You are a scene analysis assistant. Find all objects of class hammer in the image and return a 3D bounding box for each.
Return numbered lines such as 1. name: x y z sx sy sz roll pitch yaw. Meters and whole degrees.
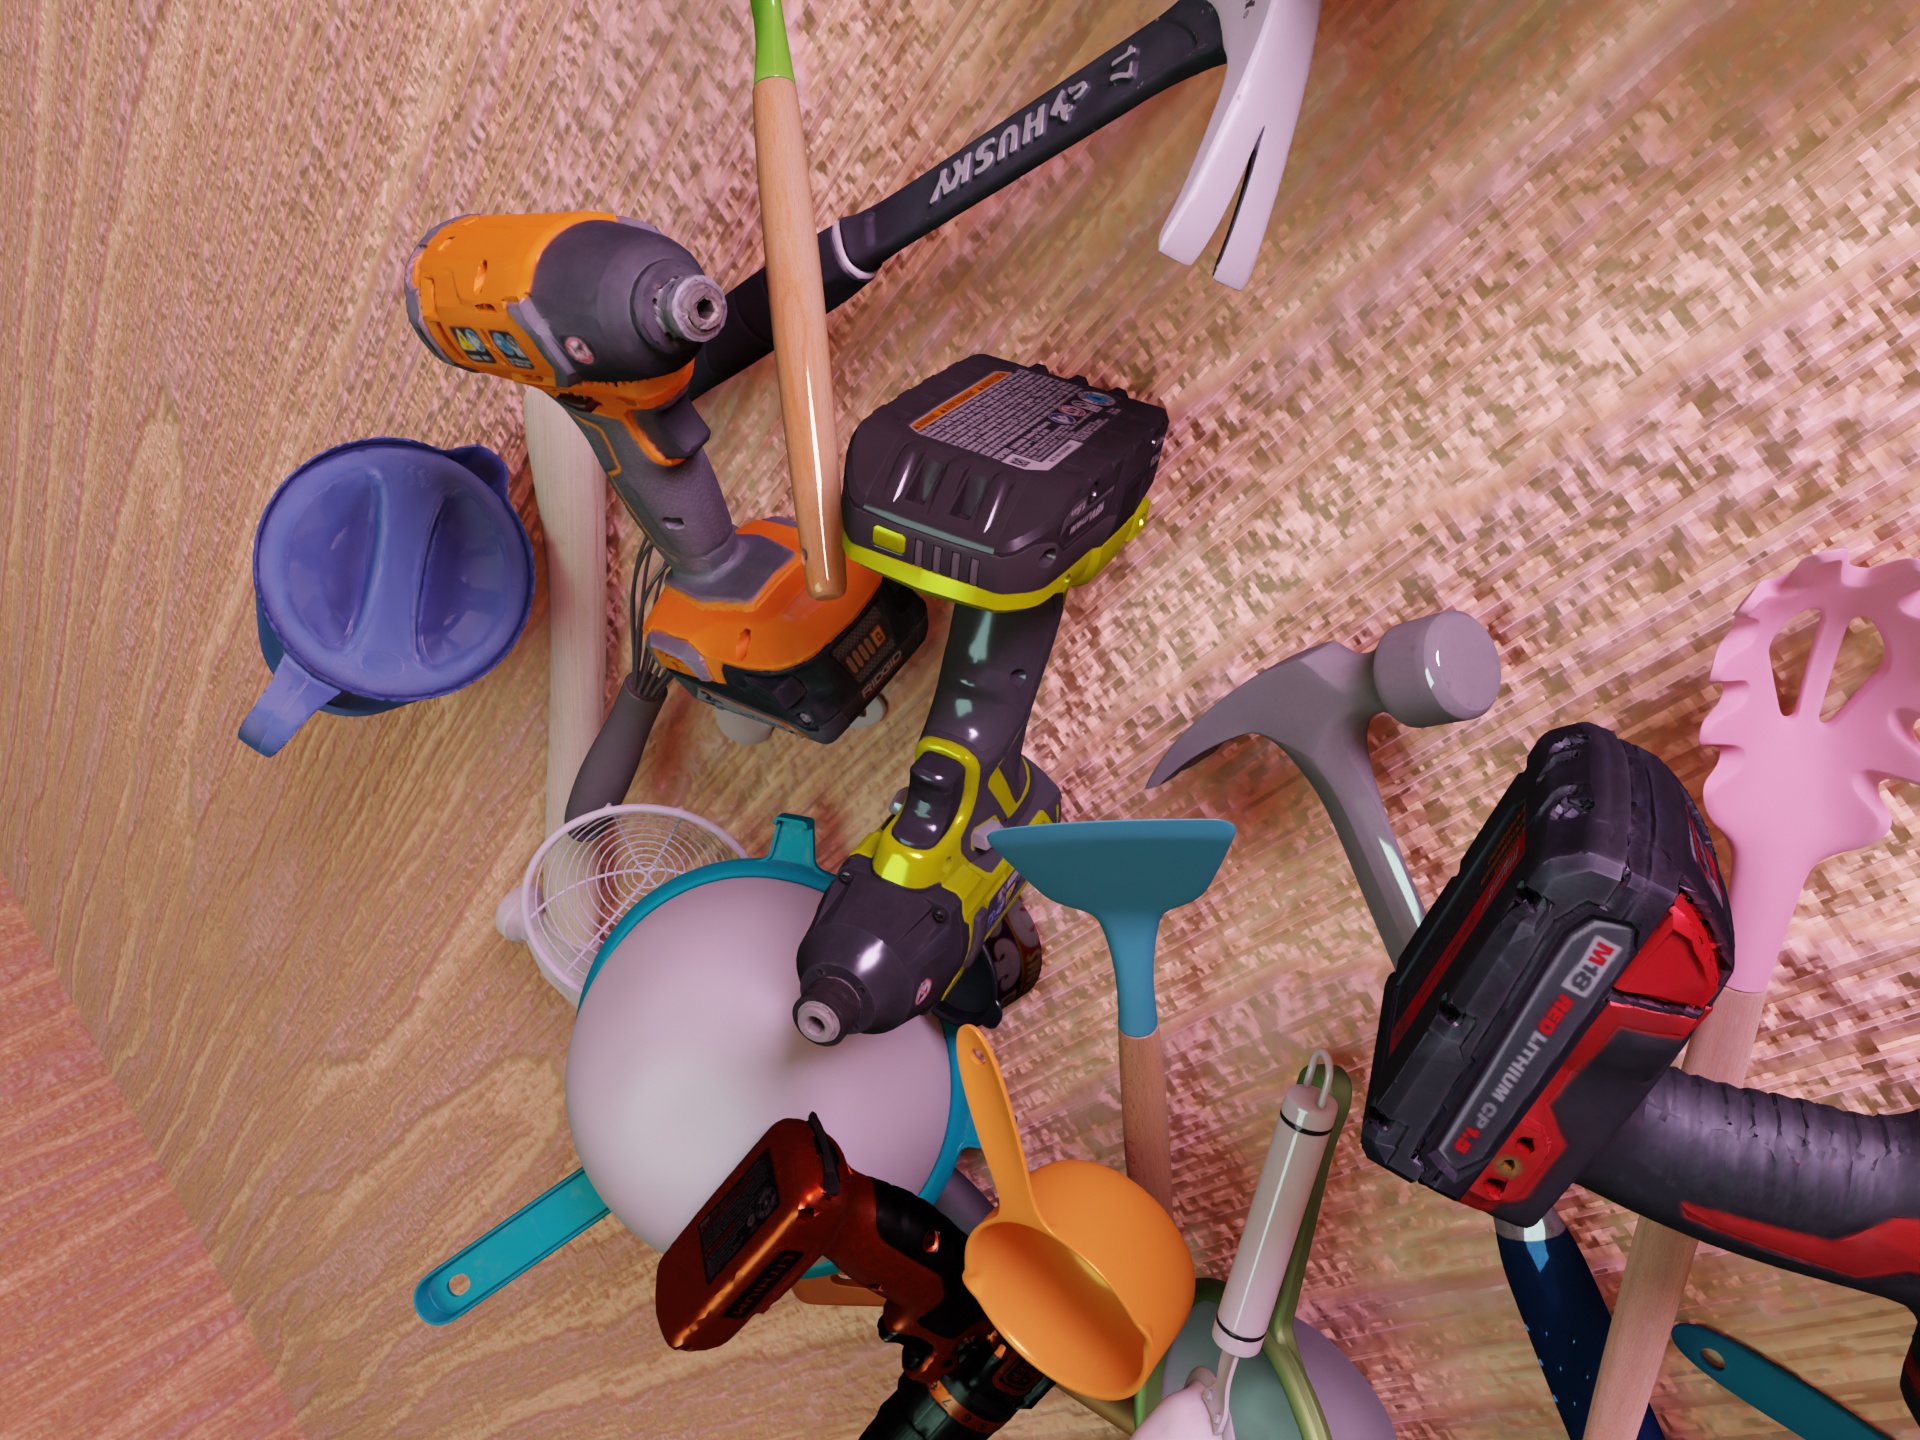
1. hammer: -0.210 0.004 0.894 0.146 0.038 0.410 33 131 30
2. hammer: -0.027 -0.171 0.574 0.409 0.036 0.149 -11 69 54
3. hammer: 0.187 0.164 0.548 0.144 0.035 0.405 -17 99 55

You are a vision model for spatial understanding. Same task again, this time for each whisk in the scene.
1. whisk: -0.162 -0.016 0.804 0.055 0.055 0.238 47 130 19

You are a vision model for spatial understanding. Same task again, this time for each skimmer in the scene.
1. skimmer: -0.078 0.185 0.806 0.363 0.090 0.127 44 107 19

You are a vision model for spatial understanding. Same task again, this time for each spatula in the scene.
1. spatula: 0.031 0.324 0.801 0.323 0.041 0.081 18 122 39
2. spatula: 0.070 0.146 0.627 0.082 0.044 0.317 -3 127 8

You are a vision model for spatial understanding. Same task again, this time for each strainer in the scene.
1. strainer: 0.141 0.253 0.636 0.152 0.069 0.256 -141 56 -63
2. strainer: -0.157 0.212 0.764 0.340 0.095 0.211 -36 84 13
3. strainer: 0.100 0.234 0.596 0.087 0.050 0.258 -107 28 -69

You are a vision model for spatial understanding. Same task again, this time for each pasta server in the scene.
1. pasta server: 0.217 0.102 0.456 0.060 0.040 0.316 12 111 18

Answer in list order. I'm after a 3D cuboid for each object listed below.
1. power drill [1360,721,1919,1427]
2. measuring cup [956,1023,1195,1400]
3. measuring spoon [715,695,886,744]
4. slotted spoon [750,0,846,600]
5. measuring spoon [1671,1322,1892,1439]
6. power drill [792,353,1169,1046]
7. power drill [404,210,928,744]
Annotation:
1. power drill: 0.235 0.086 0.386 0.227 0.080 0.187 27 120 7
2. measuring cup: 0.040 0.183 0.630 0.095 0.052 0.173 0 114 42
3. measuring spoon: -0.081 -0.003 0.765 0.124 0.018 0.034 -2 108 47
4. slotted spoon: -0.062 -0.196 0.550 0.070 0.031 0.314 158 107 -65
5. measuring spoon: 0.282 0.236 0.499 0.129 0.021 0.042 29 130 36
6. power drill: -0.001 -0.002 0.566 0.080 0.171 0.223 20 122 16
7. power drill: -0.104 -0.096 0.622 0.164 0.084 0.226 17 148 45
